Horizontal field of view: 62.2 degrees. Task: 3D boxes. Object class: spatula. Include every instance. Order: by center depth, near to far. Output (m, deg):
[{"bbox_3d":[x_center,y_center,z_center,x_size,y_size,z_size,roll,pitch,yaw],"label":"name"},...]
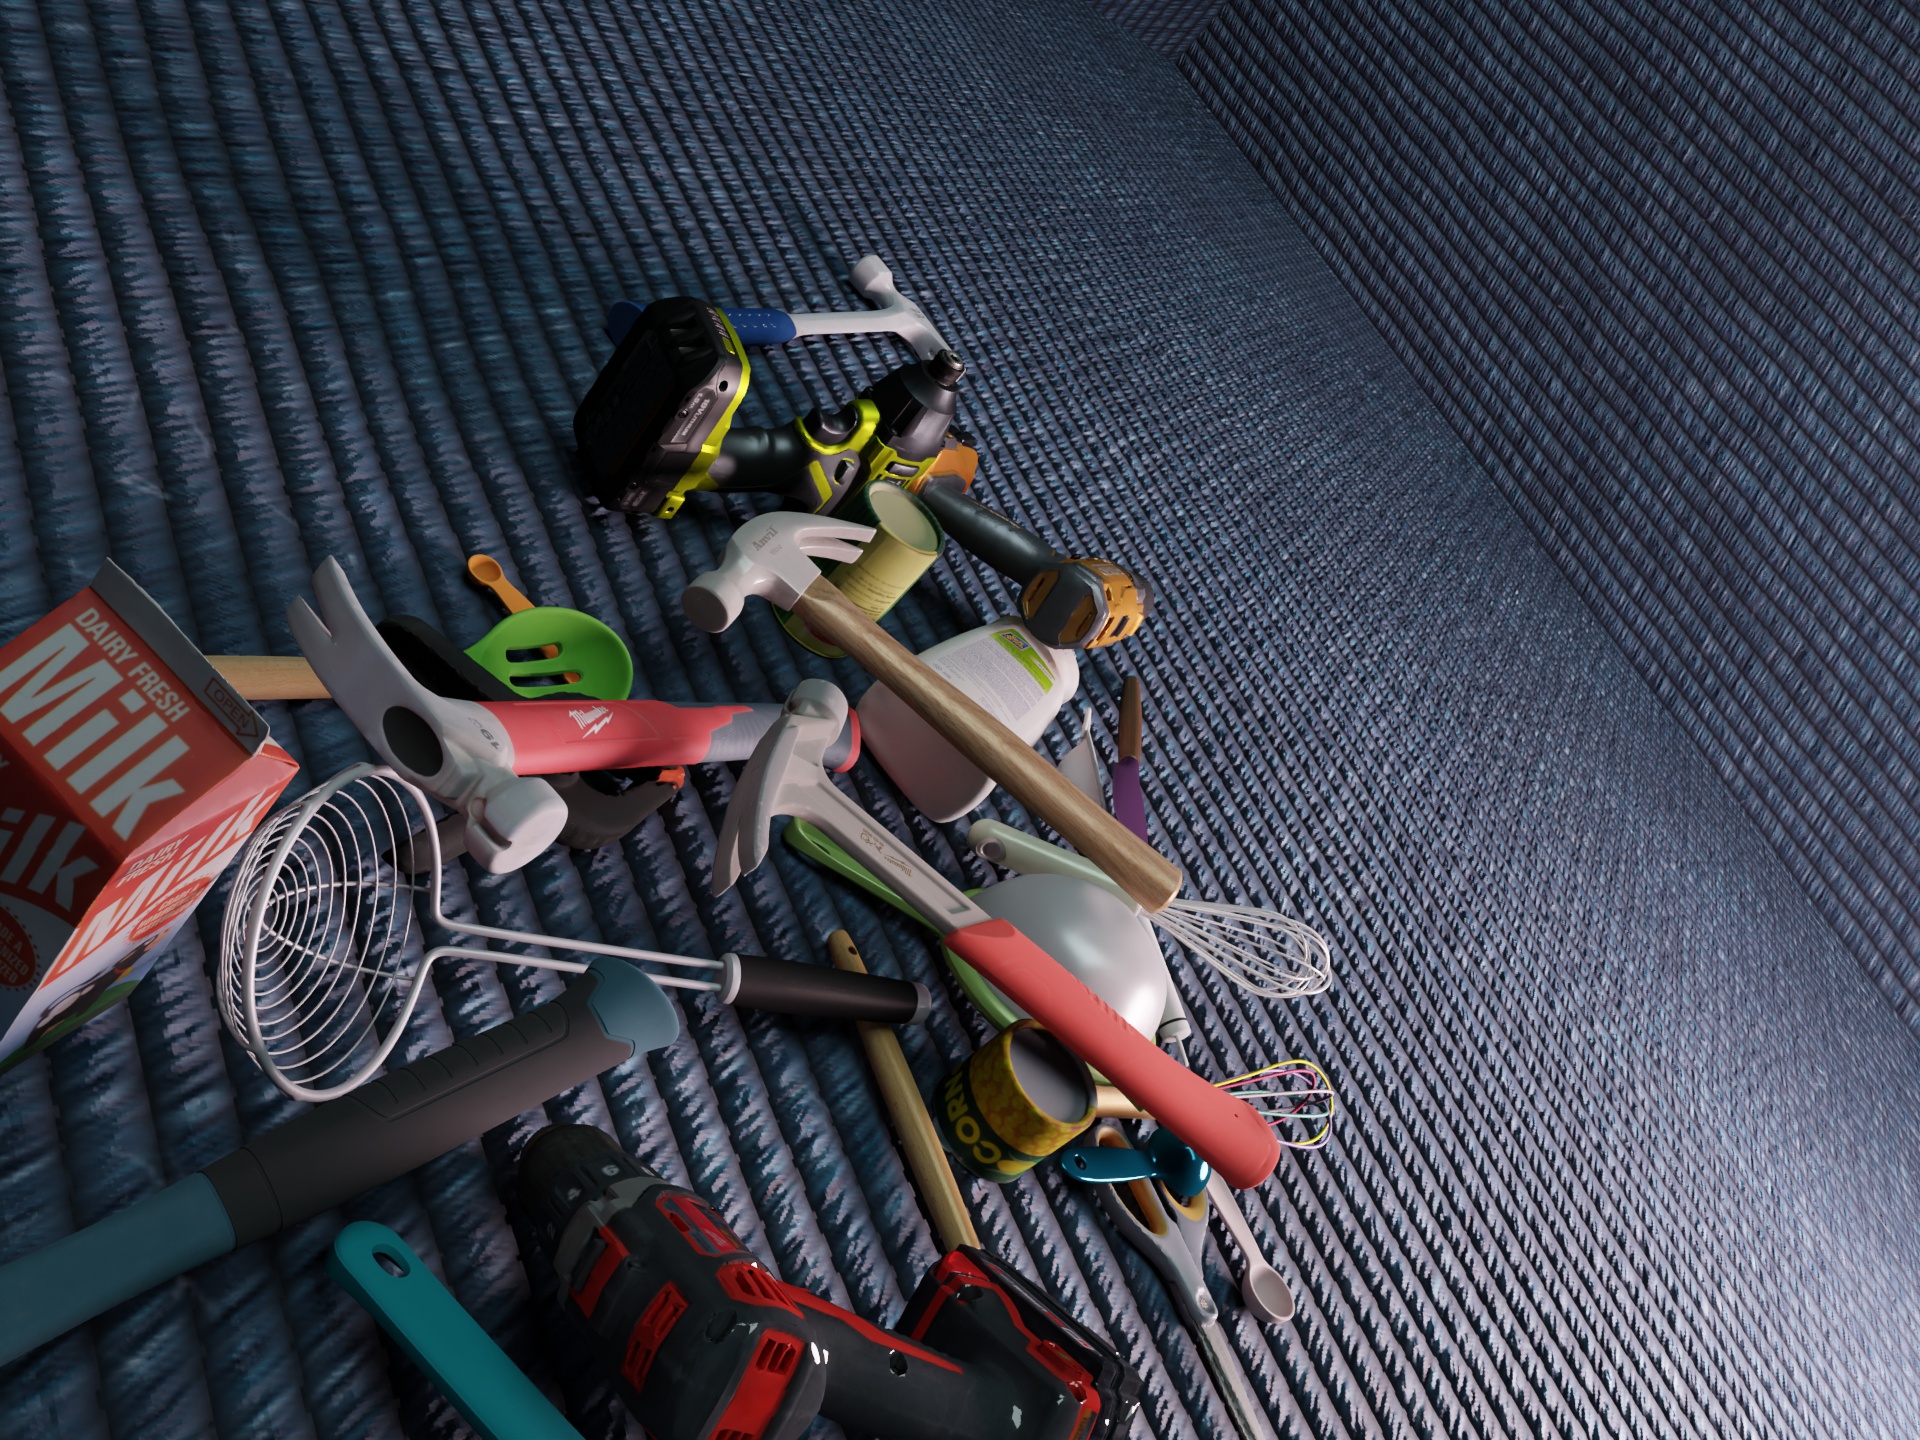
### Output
[{"bbox_3d":[0.122,0.025,1.140,0.316,0.018,0.059,-74,140,-69],"label":"spatula"}]

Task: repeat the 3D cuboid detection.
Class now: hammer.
[{"bbox_3d":[-0.231,0.153,0.520,0.331,0.033,0.128,-22,78,-46],"label":"hammer"},{"bbox_3d":[-0.150,-0.005,0.774,0.143,0.038,0.386,46,14,13],"label":"hammer"},{"bbox_3d":[0.032,0.133,0.798,0.358,0.036,0.149,42,31,-18],"label":"hammer"},{"bbox_3d":[-0.001,-0.003,0.930,0.331,0.031,0.130,39,43,-6],"label":"hammer"},{"bbox_3d":[-0.129,-0.311,1.262,0.144,0.035,0.405,50,30,7],"label":"hammer"}]

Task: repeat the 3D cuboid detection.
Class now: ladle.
[{"bbox_3d":[-0.007,0.237,0.774,0.069,0.031,0.316,10,44,-45],"label":"ladle"}]

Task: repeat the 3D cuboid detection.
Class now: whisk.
[{"bbox_3d":[0.145,0.226,0.958,0.244,0.047,0.051,13,12,-37],"label":"whisk"},{"bbox_3d":[0.119,0.115,0.998,0.246,0.057,0.059,22,32,-1],"label":"whisk"}]

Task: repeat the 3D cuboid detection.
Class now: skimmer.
[{"bbox_3d":[-0.136,0.108,0.685,0.363,0.090,0.127,17,78,-40],"label":"skimmer"}]

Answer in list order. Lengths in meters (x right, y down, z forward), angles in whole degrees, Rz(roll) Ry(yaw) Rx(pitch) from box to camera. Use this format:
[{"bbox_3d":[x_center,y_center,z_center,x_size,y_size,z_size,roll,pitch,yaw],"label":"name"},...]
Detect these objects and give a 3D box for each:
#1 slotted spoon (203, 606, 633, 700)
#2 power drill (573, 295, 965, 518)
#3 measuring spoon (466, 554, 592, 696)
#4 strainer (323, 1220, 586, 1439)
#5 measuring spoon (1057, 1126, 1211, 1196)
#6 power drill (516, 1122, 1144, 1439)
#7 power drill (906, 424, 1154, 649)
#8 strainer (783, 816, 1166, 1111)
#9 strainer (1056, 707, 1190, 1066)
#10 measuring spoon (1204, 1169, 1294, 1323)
[{"bbox_3d":[-0.285,-0.021,0.729,0.313,0.031,0.070,-2,73,-50],"label":"slotted spoon"},{"bbox_3d":[-0.112,-0.185,1.004,0.223,0.171,0.080,3,51,-46],"label":"power drill"},{"bbox_3d":[-0.223,-0.042,0.851,0.117,0.011,0.021,49,35,-3],"label":"measuring spoon"},{"bbox_3d":[-0.111,0.307,0.510,0.340,0.095,0.211,37,14,22],"label":"strainer"},{"bbox_3d":[0.100,0.239,0.870,0.128,0.021,0.042,15,41,-46],"label":"measuring spoon"},{"bbox_3d":[-0.060,0.230,0.617,0.226,0.080,0.188,32,-7,-35],"label":"power drill"},{"bbox_3d":[0.039,-0.133,1.165,0.226,0.084,0.185,38,18,15],"label":"power drill"},{"bbox_3d":[0.023,0.106,0.905,0.256,0.069,0.152,32,22,-14],"label":"strainer"},{"bbox_3d":[0.104,0.107,1.052,0.086,0.050,0.259,77,-5,-62],"label":"strainer"},{"bbox_3d":[0.154,0.293,0.922,0.034,0.018,0.124,16,35,-42],"label":"measuring spoon"}]
